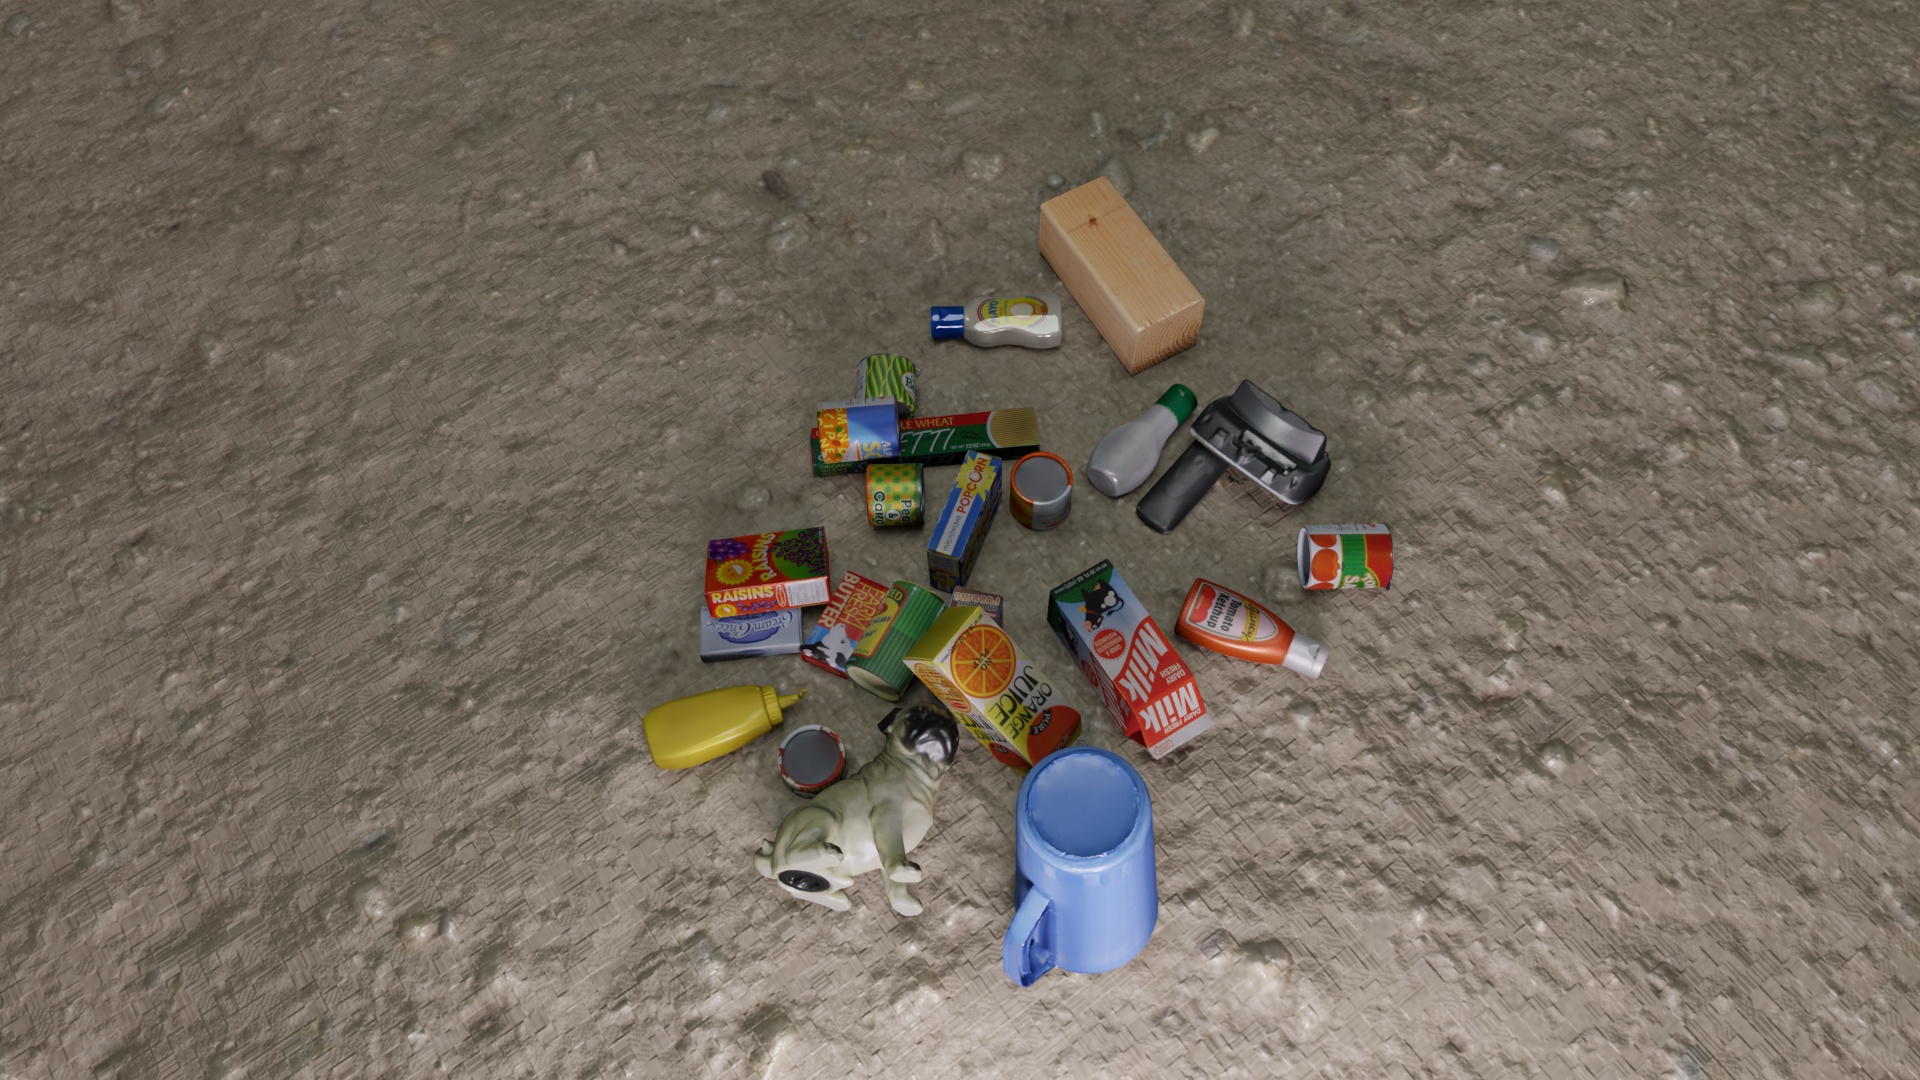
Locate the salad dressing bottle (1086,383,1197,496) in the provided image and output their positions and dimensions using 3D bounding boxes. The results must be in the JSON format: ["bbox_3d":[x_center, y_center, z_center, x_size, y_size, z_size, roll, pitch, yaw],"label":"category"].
[{"bbox_3d":[0.199,-0.111,1.502,0.064,0.043,0.148,37,68,21],"label":"salad dressing bottle"}]

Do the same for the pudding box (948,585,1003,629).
[{"bbox_3d":[0.015,0.079,1.382,0.050,0.083,0.030,13,64,8],"label":"pudding box"}]

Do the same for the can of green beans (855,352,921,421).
[{"bbox_3d":[-0.082,-0.163,1.523,0.071,0.071,0.058,-1,63,1],"label":"can of green beans"}]

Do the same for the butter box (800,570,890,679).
[{"bbox_3d":[-0.116,0.086,1.415,0.053,0.024,0.104,22,65,12],"label":"butter box"}]

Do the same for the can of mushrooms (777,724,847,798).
[{"bbox_3d":[-0.142,0.215,1.342,0.071,0.033,0.071,0,61,1],"label":"can of mushrooms"}]

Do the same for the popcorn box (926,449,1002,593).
[{"bbox_3d":[0.005,-0.018,1.433,0.038,0.085,0.127,18,64,11],"label":"popcorn box"}]

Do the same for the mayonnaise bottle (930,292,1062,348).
[{"bbox_3d":[0.041,-0.250,1.580,0.148,0.041,0.065,-1,64,0],"label":"mayonnaise bottle"}]

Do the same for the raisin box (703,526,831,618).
[{"bbox_3d":[-0.197,0.032,1.421,0.123,0.039,0.086,-7,40,-2],"label":"raisin box"}]

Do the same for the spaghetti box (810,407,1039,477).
[{"bbox_3d":[-0.039,-0.107,1.513,0.250,0.028,0.050,-6,62,-2],"label":"spaghetti box"}]

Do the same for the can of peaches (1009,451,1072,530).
[{"bbox_3d":[0.083,-0.054,1.466,0.071,0.057,0.071,0,63,1],"label":"can of peaches"}]

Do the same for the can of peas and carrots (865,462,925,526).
[{"bbox_3d":[-0.068,-0.046,1.460,0.059,0.070,0.071,-1,62,2],"label":"can of peas and carrots"}]

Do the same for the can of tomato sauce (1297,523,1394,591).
[{"bbox_3d":[0.392,0.018,1.416,0.083,0.071,0.071,-1,62,2],"label":"can of tomato sauce"}]

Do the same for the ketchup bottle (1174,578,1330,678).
[{"bbox_3d":[0.293,0.093,1.391,0.149,0.043,0.065,23,65,12],"label":"ketchup bottle"}]

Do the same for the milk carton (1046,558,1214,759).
[{"bbox_3d":[0.165,0.120,1.362,0.072,0.073,0.191,-29,66,-13],"label":"milk carton"}]

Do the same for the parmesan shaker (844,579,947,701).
[{"bbox_3d":[-0.062,0.099,1.380,0.071,0.071,0.103,24,65,14],"label":"parmesan shaker"}]

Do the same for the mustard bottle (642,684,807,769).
[{"bbox_3d":[-0.225,0.175,1.357,0.160,0.048,0.065,-16,63,-8],"label":"mustard bottle"}]

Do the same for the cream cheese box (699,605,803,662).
[{"bbox_3d":[-0.213,0.091,1.414,0.104,0.024,0.053,-6,62,-2],"label":"cream cheese box"}]

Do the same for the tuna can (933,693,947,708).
[{"bbox_3d":[0.000,0.134,1.381,0.071,0.032,0.071,0,62,1],"label":"tuna can"}]

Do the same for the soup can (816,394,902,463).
[{"bbox_3d":[-0.106,-0.114,1.465,0.084,0.071,0.071,-6,62,-1],"label":"soup can"}]

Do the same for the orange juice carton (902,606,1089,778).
[{"bbox_3d":[0.042,0.153,1.321,0.192,0.073,0.072,47,68,-16],"label":"orange juice carton"}]
